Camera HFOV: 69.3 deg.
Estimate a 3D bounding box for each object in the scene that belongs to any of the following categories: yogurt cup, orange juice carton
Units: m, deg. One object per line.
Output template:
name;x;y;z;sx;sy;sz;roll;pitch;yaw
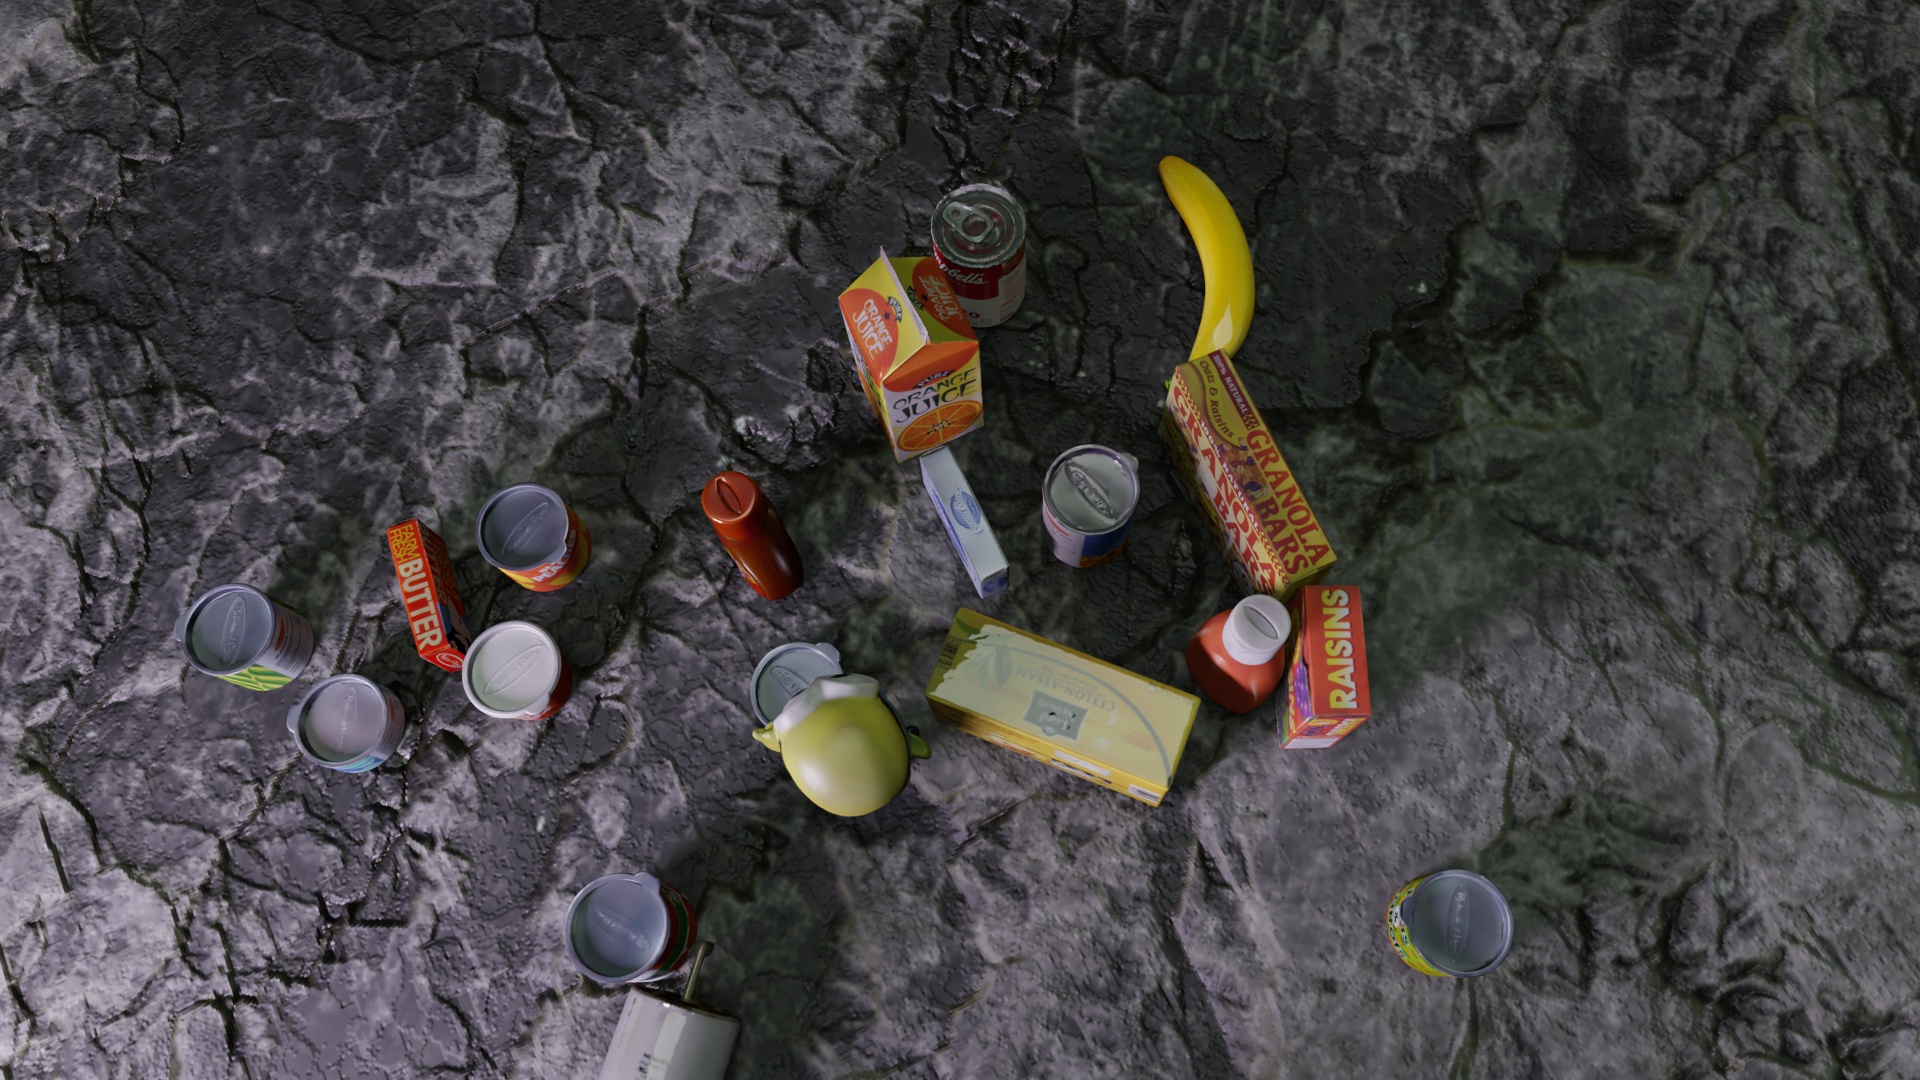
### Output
yogurt cup;-0.306;0.094;0.971;0.072;0.053;0.072;-1;72;2
orange juice carton;-0.032;-0.129;0.961;0.073;0.192;0.072;-24;73;-5

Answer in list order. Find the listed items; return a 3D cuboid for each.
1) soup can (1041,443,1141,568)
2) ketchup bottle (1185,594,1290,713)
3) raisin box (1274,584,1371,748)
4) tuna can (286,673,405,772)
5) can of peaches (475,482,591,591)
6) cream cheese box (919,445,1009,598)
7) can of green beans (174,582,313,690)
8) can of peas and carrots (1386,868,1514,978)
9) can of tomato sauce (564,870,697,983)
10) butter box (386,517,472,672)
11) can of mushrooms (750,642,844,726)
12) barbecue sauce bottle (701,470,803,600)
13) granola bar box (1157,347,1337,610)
soup can;0.093;-0.024;0.980;0.071;0.083;0.071;-1;72;2
ketchup bottle;0.185;0.072;0.911;0.043;0.148;0.065;-42;76;-10
raisin box;0.235;0.086;0.918;0.040;0.123;0.086;0;73;2
tuna can;-0.431;0.129;0.976;0.071;0.032;0.071;-1;72;2
can of peaches;-0.304;0.000;1.000;0.071;0.058;0.071;-1;72;2
cream cheese box;0.004;-0.012;0.995;0.024;0.053;0.104;-25;73;-5
can of green beans;-0.504;0.069;0.985;0.071;0.057;0.071;-1;72;2
can of peas and carrots;0.312;0.247;0.897;0.071;0.058;0.071;-1;72;2
can of tomato sauce;-0.211;0.251;0.902;0.071;0.083;0.071;-1;72;2
butter box;-0.377;0.040;0.992;0.024;0.053;0.104;-21;73;-4
can of mushrooms;-0.110;0.105;0.972;0.071;0.033;0.071;-1;72;2
barbecue sauce bottle;-0.143;-0.006;0.949;0.044;0.148;0.065;-30;74;-7
granola bar box;0.194;-0.034;0.958;0.039;0.124;0.166;-23;73;-5
